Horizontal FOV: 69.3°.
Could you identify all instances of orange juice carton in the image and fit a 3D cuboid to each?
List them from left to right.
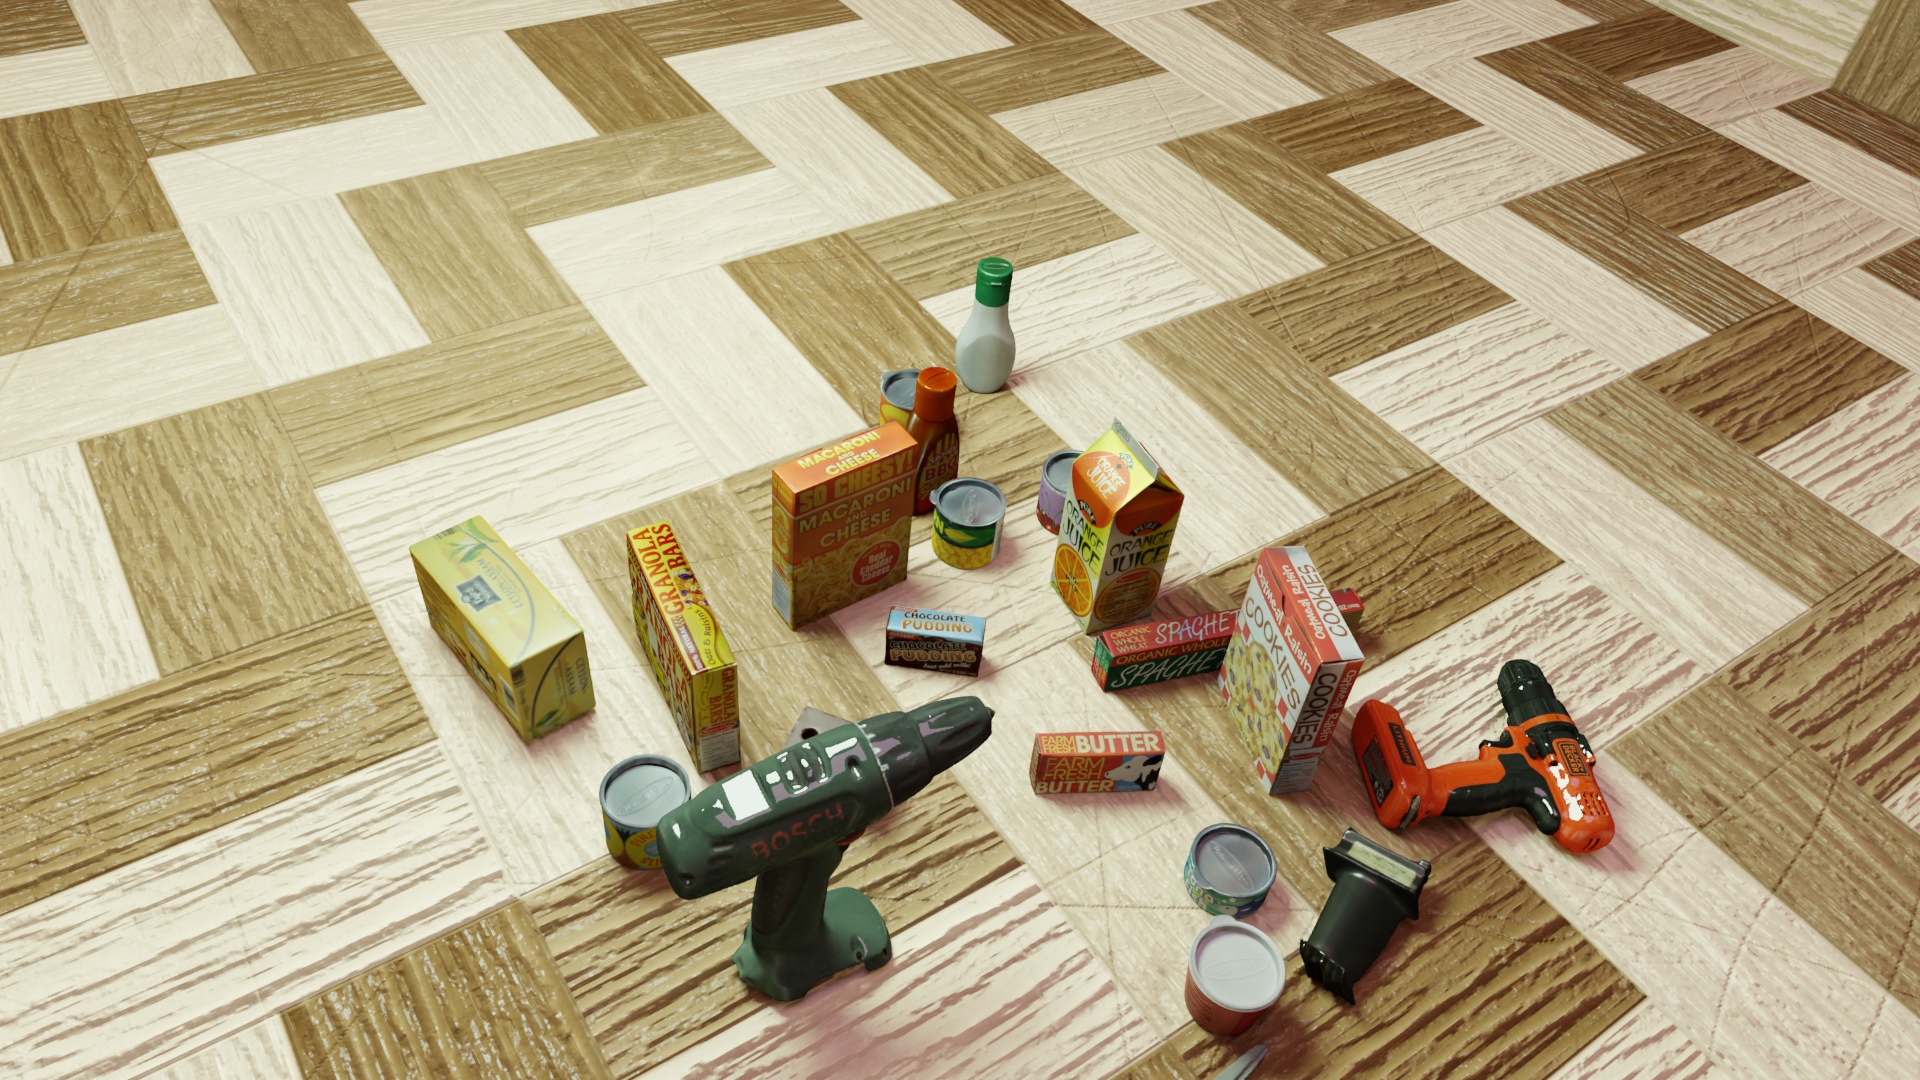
[{"bbox_3d":[0.137,-0.014,1.210,0.073,0.191,0.072,-15,48,-22],"label":"orange juice carton"}]

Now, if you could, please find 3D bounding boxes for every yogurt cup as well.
[{"bbox_3d":[0.190,0.312,0.979,0.072,0.053,0.073,4,44,-4],"label":"yogurt cup"}]

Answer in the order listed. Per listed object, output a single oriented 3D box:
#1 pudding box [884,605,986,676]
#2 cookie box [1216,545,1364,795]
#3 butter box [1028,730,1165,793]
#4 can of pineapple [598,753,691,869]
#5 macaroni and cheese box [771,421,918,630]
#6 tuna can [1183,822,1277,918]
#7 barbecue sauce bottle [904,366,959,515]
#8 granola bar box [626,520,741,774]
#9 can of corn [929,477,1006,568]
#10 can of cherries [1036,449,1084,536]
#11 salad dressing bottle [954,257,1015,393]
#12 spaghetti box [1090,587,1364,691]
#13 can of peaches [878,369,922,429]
[{"bbox_3d":[-0.022,0.086,1.189,0.084,0.049,0.030,8,44,1],"label":"pudding box"},{"bbox_3d":[0.261,0.105,1.121,0.040,0.166,0.123,-5,45,-13],"label":"cookie box"},{"bbox_3d":[0.108,0.177,1.109,0.103,0.052,0.024,0,44,-7],"label":"butter box"},{"bbox_3d":[-0.232,0.204,1.033,0.071,0.057,0.071,4,44,-4],"label":"can of pineapple"},{"bbox_3d":[-0.102,-0.012,1.196,0.124,0.165,0.040,-24,52,-28],"label":"macaroni and cheese box"},{"bbox_3d":[0.203,0.253,1.057,0.071,0.032,0.071,4,44,-4],"label":"tuna can"},{"bbox_3d":[-0.028,-0.094,1.303,0.065,0.147,0.044,-31,56,-33],"label":"barbecue sauce bottle"},{"bbox_3d":[-0.222,0.085,1.110,0.039,0.123,0.166,-16,48,-22],"label":"granola bar box"},{"bbox_3d":[0.005,-0.016,1.292,0.071,0.058,0.071,4,44,-4],"label":"can of corn"},{"bbox_3d":[0.109,-0.043,1.332,0.071,0.058,0.072,4,44,-4],"label":"can of cherries"},{"bbox_3d":[0.029,-0.223,1.445,0.064,0.146,0.044,1,44,-7],"label":"salad dressing bottle"},{"bbox_3d":[0.236,0.086,1.221,0.251,0.049,0.029,-9,46,-16],"label":"spaghetti box"},{"bbox_3d":[-0.051,-0.132,1.404,0.071,0.057,0.071,4,44,-4],"label":"can of peaches"}]
